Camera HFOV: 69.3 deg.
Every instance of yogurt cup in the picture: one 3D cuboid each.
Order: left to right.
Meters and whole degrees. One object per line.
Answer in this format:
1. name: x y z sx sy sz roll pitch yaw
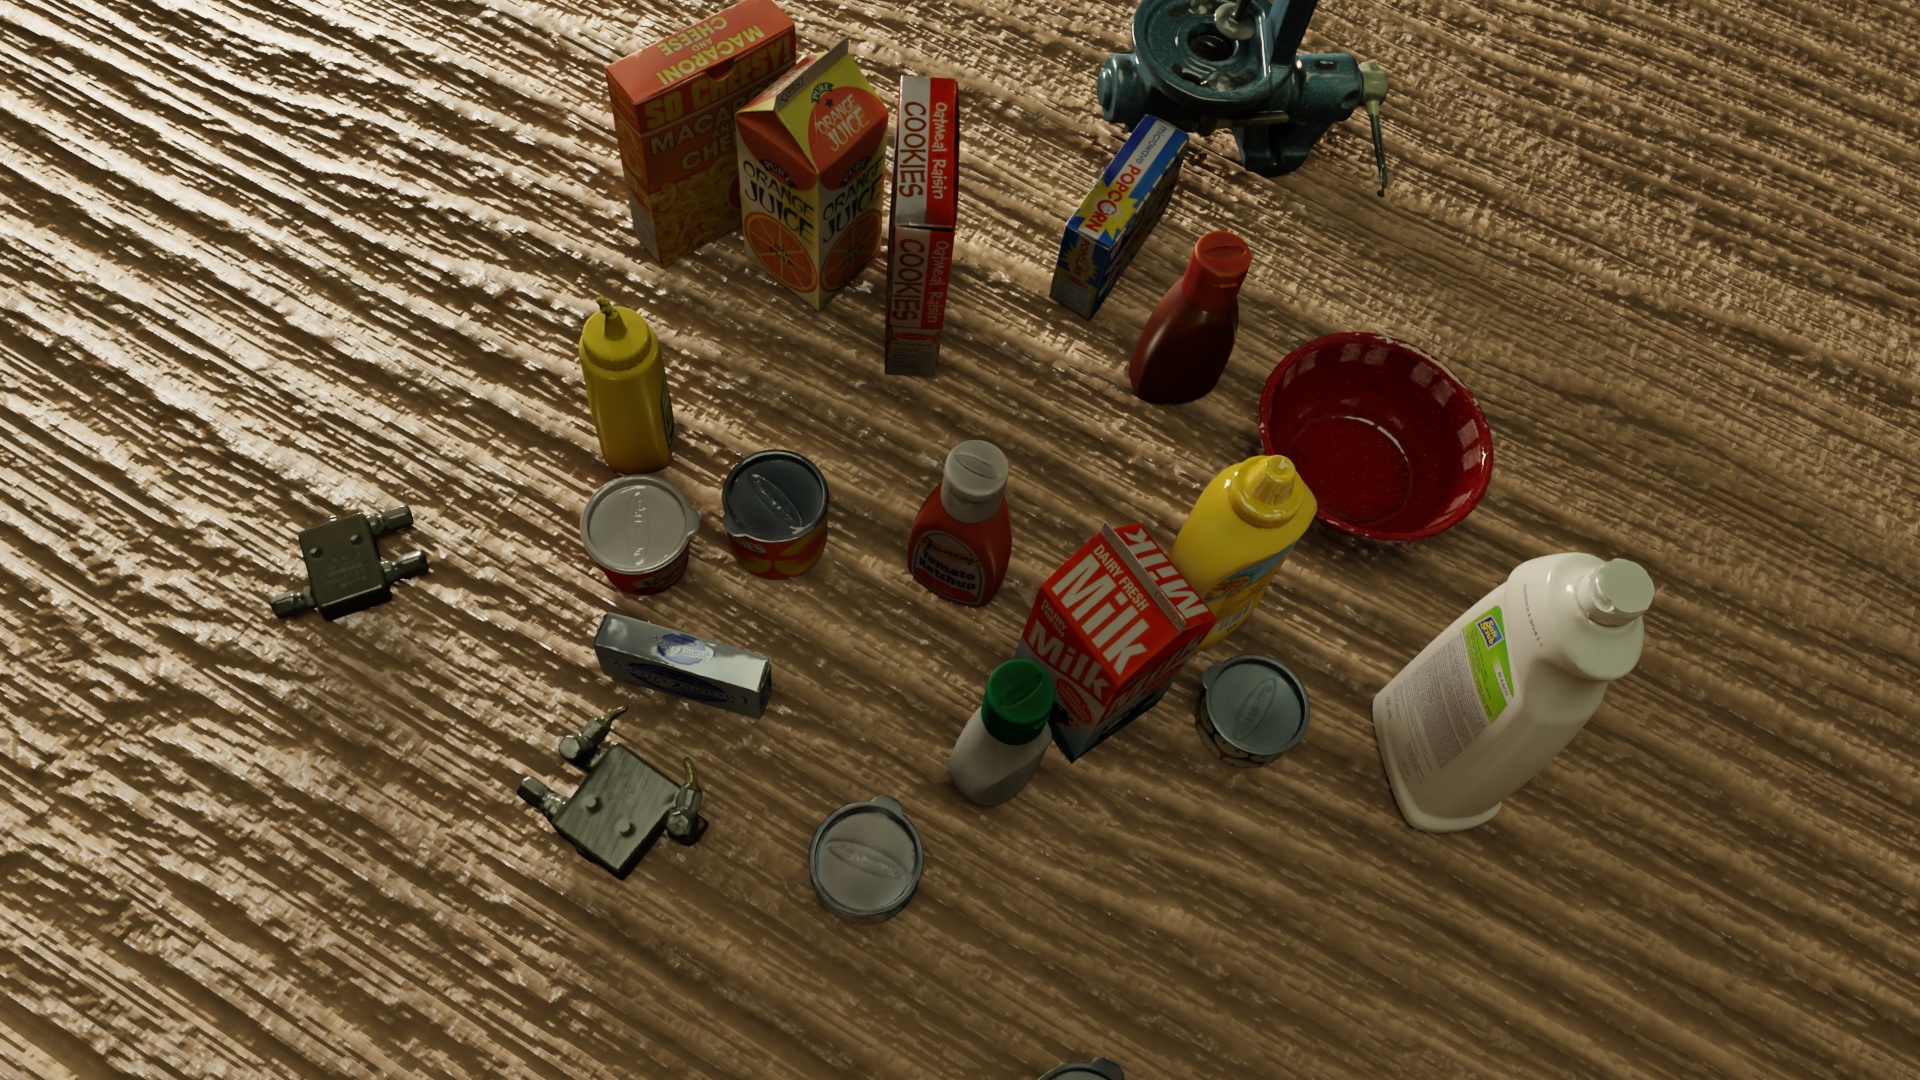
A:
1. yogurt cup: -0.201 0.000 0.872 0.072 0.053 0.072 2 64 -5

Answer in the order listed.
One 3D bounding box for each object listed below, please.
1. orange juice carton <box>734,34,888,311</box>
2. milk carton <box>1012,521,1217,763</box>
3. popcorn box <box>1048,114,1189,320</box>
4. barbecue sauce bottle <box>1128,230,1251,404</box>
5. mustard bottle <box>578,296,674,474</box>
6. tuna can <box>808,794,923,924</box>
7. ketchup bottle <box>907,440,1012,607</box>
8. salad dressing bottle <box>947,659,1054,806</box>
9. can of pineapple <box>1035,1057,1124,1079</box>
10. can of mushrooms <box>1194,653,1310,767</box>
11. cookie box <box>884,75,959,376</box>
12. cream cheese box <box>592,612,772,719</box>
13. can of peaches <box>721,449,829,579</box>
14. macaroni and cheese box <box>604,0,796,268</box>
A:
1. orange juice carton: -0.098 -0.248 0.928 0.073 0.191 0.072 37 66 12
2. milk carton: 0.086 0.056 0.799 0.074 0.189 0.072 -32 71 -19
3. popcorn box: 0.114 -0.233 1.003 0.038 0.085 0.127 30 65 9
4. barbecue sauce bottle: 0.157 -0.147 0.930 0.065 0.148 0.044 -8 65 -9
5. mustard bottle: -0.207 -0.100 0.862 0.049 0.159 0.065 -5 65 -8
6. tuna can: -0.054 0.185 0.808 0.071 0.032 0.071 2 64 -5
7. ketchup bottle: 0.003 -0.011 0.846 0.065 0.148 0.044 26 65 7
8. salad dressing bottle: 0.026 0.110 0.790 0.064 0.147 0.044 -34 72 -20
9. can of pineapple: 0.062 0.315 0.742 0.071 0.057 0.071 2 64 -5
10. can of mushrooms: 0.180 0.106 0.871 0.071 0.033 0.071 2 64 -5
11. cookie box: -0.027 -0.206 0.929 0.040 0.166 0.123 2 64 -5
12. cream cheese box: -0.166 0.076 0.839 0.104 0.053 0.024 16 64 2
13. can of peaches: -0.119 -0.015 0.886 0.071 0.057 0.071 2 64 -5
14. macaroni and cheese box: -0.170 -0.276 0.949 0.124 0.165 0.040 -35 72 -20
